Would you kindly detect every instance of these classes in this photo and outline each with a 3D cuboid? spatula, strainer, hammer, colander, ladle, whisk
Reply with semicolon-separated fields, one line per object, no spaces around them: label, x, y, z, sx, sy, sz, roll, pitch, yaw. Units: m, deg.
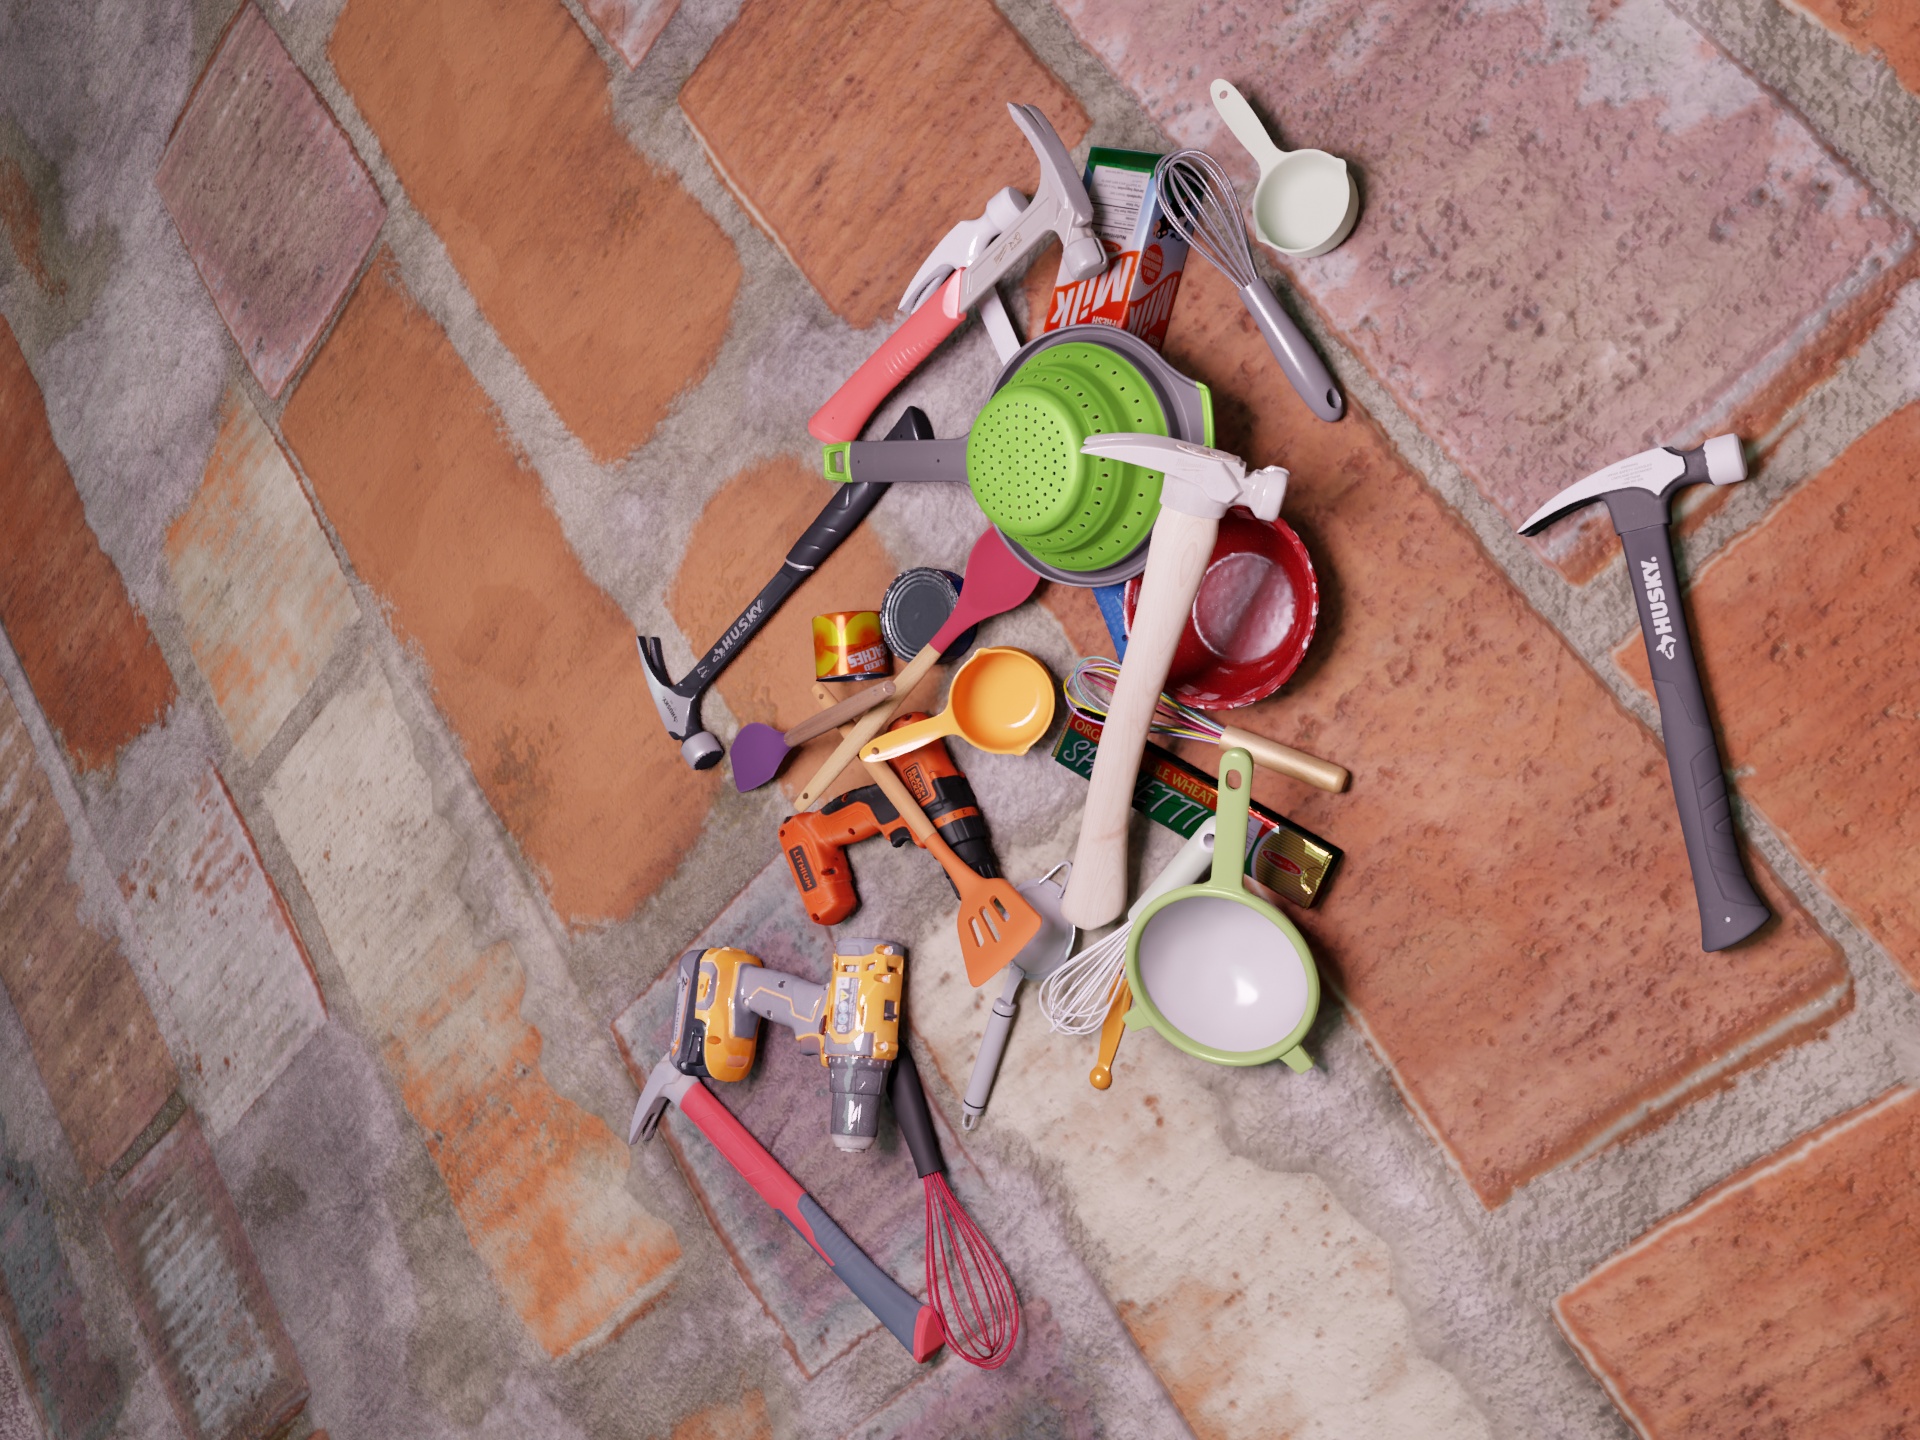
spatula;-0.140;0.009;1.417;0.316;0.018;0.060;-23;77;55
spatula;-0.042;0.080;1.339;0.081;0.041;0.323;-45;62;13
strainer;0.039;0.238;1.355;0.087;0.050;0.258;31;111;45
hammer;-0.166;0.462;1.492;0.387;0.038;0.143;38;112;27
hammer;0.477;-0.013;1.066;0.146;0.035;0.335;-13;84;32
colander;0.010;-0.207;1.268;0.397;0.094;0.204;7;104;39
strainer;0.207;0.134;1.201;0.151;0.069;0.256;10;111;24
hammer;0.124;-0.016;1.208;0.146;0.038;0.410;15;119;7
ladle;-0.038;-0.041;1.351;0.069;0.031;0.315;44;99;23
whisk;0.221;-0.328;1.200;0.055;0.055;0.239;-32;92;30
whisk;0.190;0.003;1.253;0.245;0.047;0.051;22;109;27
hammer;-0.164;-0.137;1.488;0.409;0.036;0.149;-45;66;25
hammer;-0.024;-0.345;1.335;0.359;0.036;0.149;-33;76;45
hammer;0.068;-0.235;1.328;0.144;0.035;0.406;-31;75;36
whisk;0.140;0.165;1.266;0.058;0.059;0.246;39;117;7
whisk;-0.020;0.415;1.387;0.073;0.073;0.296;-32;67;30

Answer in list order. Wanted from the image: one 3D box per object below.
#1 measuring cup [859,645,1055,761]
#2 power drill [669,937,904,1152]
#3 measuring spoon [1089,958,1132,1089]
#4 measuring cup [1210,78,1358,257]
measuring cup;-0.002;-0.004;1.340;0.173;0.052;0.095;-21;97;11
power drill;-0.155;0.291;1.442;0.226;0.084;0.185;-5;73;31
measuring spoon;0.125;0.250;1.313;0.021;0.011;0.117;18;100;32
measuring cup;0.243;-0.425;1.216;0.083;0.038;0.168;-39;68;27
